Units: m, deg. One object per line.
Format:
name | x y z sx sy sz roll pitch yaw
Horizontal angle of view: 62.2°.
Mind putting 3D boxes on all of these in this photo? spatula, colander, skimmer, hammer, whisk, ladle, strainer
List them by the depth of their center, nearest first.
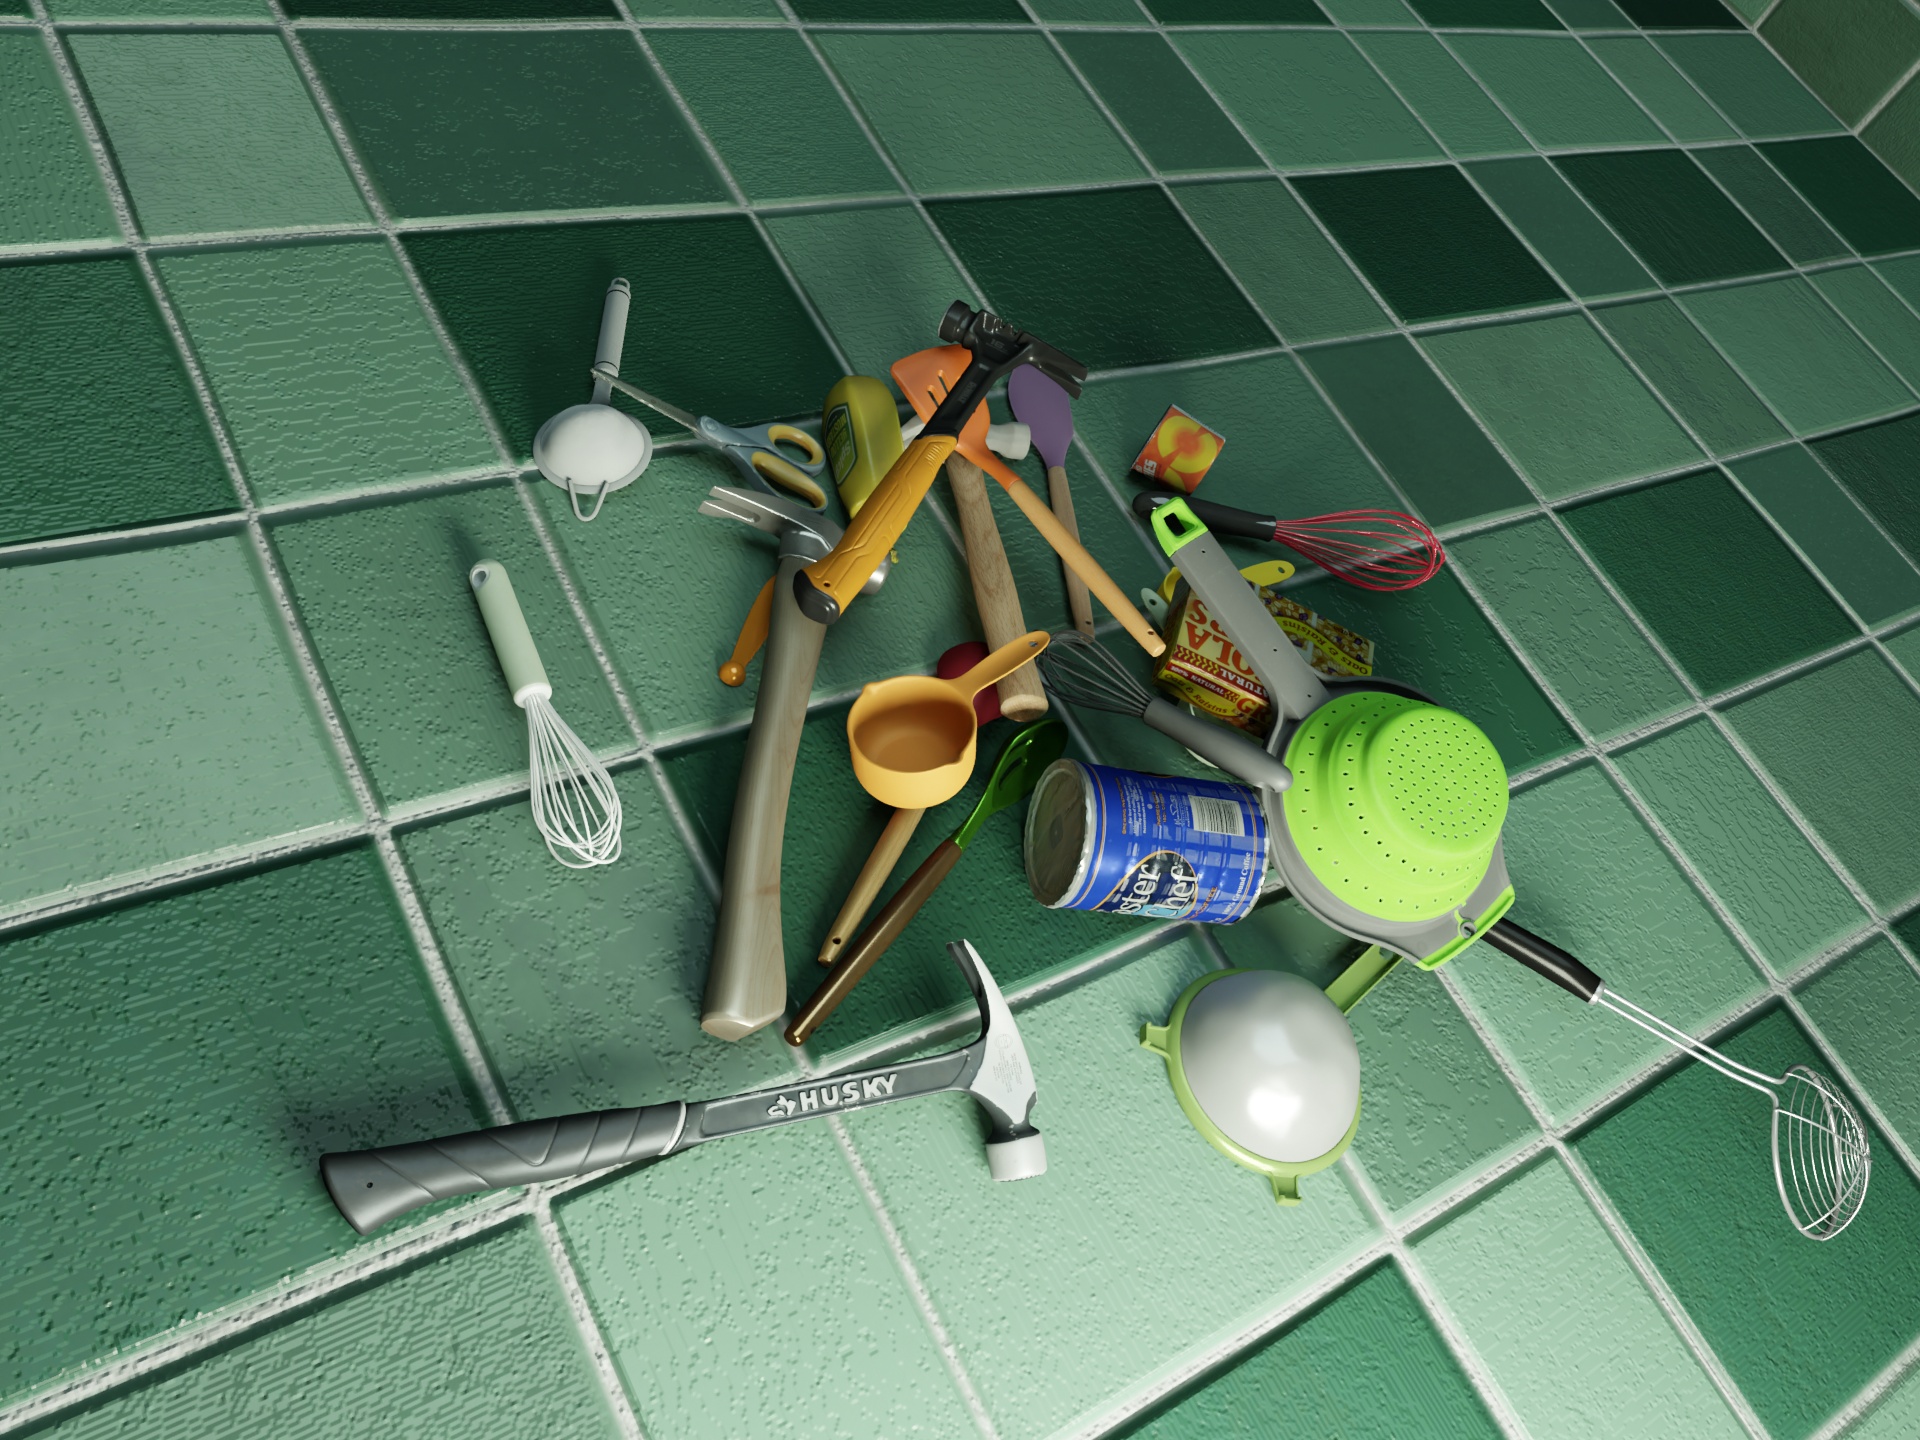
hammer | -0.145 0.223 0.906 0.408 0.036 0.149 -5 78 -24
whisk | -0.273 -0.009 1.030 0.059 0.058 0.247 22 35 -57
hammer | -0.135 0.016 1.068 0.146 0.038 0.411 21 51 -21
strainer | 0.255 0.203 1.103 0.256 0.069 0.151 -31 73 -36
ladle | -0.028 0.047 1.113 0.069 0.031 0.316 28 51 1
colander | 0.276 -0.013 1.153 0.204 0.094 0.397 -32 83 -23
whisk | 0.143 -0.009 1.171 0.239 0.055 0.055 31 44 31
hammer | -0.023 -0.191 1.198 0.127 0.034 0.337 28 55 5
strainer | -0.273 -0.260 1.213 0.087 0.050 0.259 3 51 -6
skimmer | 0.530 0.256 1.222 0.363 0.090 0.127 31 51 12
hammer | 0.017 -0.131 1.235 0.130 0.031 0.332 5 47 -19
spatula | 0.059 -0.173 1.241 0.081 0.041 0.323 -23 62 -30
spatula | 0.082 -0.192 1.342 0.059 0.018 0.316 7 53 -20
whisk | 0.290 -0.165 1.397 0.295 0.073 0.073 9 53 -13

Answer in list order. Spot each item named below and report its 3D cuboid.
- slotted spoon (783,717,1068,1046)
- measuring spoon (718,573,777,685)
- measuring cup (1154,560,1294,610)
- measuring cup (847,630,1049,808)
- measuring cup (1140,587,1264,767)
slotted spoon | -0.020 0.100 1.065 0.031 0.070 0.314 24 51 23
measuring spoon | -0.146 -0.069 1.150 0.021 0.011 0.117 26 50 -6
measuring cup | 0.225 -0.108 1.344 0.156 0.029 0.062 -18 66 -37
measuring cup | -0.002 -0.004 1.106 0.173 0.052 0.095 -35 57 -28
measuring cup | 0.183 -0.032 1.263 0.083 0.038 0.168 -14 61 -33
